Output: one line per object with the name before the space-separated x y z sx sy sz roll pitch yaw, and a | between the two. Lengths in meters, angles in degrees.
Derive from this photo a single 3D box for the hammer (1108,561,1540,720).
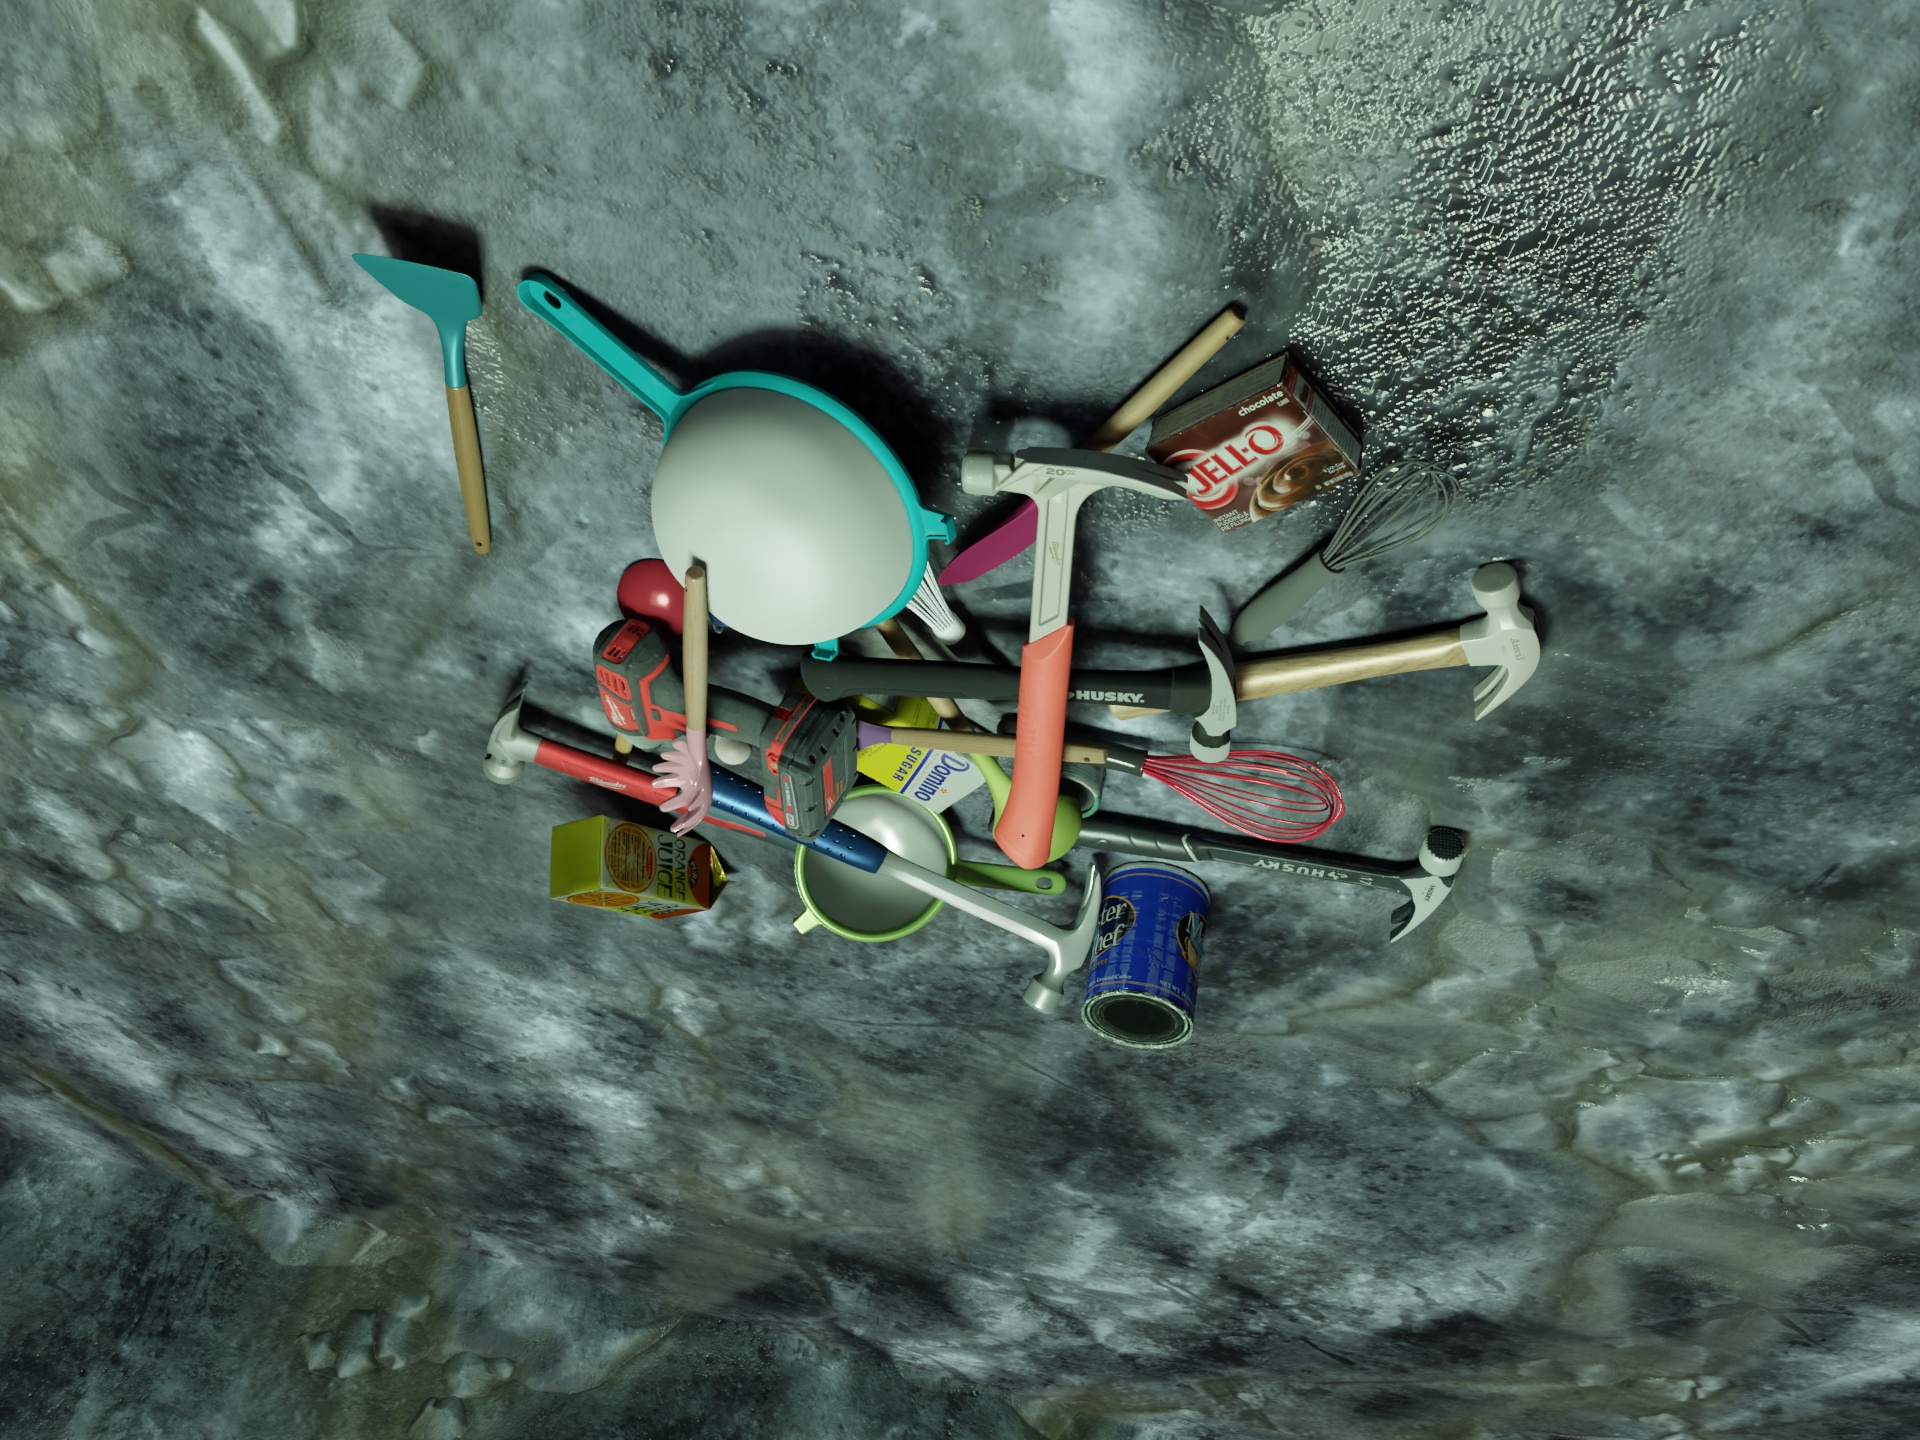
hammer | 0.268 -0.037 1.208 0.331 0.031 0.129 -10 136 29

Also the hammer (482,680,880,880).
hammer | -0.247 0.070 1.489 0.386 0.038 0.143 20 145 -13

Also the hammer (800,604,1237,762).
hammer | 0.044 -0.032 1.215 0.335 0.035 0.146 3 141 7

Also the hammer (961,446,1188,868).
hammer | 0.071 -0.032 1.152 0.149 0.037 0.358 8 129 8

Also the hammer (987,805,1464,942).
hammer | 0.226 0.119 1.418 0.409 0.036 0.149 9 143 8

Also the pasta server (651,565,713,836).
pasta server | -0.204 -0.010 1.184 0.040 0.060 0.316 -21 153 -21

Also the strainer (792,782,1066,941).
strainer | -0.030 0.132 1.493 0.256 0.069 0.151 8 101 -12

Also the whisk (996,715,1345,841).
whisk | 0.172 0.041 1.322 0.296 0.073 0.073 14 143 11

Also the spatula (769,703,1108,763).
spatula | -0.030 0.016 1.286 0.316 0.018 0.059 4 138 26

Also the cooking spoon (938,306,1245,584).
cooking spoon | 0.083 -0.178 1.090 0.068 0.017 0.319 -11 160 -42

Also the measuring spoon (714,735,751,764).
measuring spoon | -0.231 0.001 1.433 0.034 0.018 0.124 -9 136 28

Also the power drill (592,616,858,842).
power drill | -0.198 0.008 1.310 0.220 0.079 0.143 23 145 15

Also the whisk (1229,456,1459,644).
whisk | 0.259 -0.113 1.107 0.055 0.055 0.239 26 146 -14

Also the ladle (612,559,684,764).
ladle | -0.284 -0.034 1.401 0.069 0.031 0.315 23 144 -5

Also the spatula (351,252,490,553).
spatula | -0.375 -0.224 1.174 0.082 0.044 0.317 11 144 -1

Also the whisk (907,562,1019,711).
whisk | -0.026 -0.090 1.222 0.070 0.070 0.284 -10 141 29

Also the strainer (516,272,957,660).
strainer | -0.182 -0.166 1.080 0.340 0.095 0.211 40 139 -9

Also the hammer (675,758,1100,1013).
hammer | -0.059 0.125 1.432 0.405 0.035 0.144 26 97 -13

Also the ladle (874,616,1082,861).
ladle | -0.002 -0.004 1.305 0.078 0.062 0.320 -30 112 16
